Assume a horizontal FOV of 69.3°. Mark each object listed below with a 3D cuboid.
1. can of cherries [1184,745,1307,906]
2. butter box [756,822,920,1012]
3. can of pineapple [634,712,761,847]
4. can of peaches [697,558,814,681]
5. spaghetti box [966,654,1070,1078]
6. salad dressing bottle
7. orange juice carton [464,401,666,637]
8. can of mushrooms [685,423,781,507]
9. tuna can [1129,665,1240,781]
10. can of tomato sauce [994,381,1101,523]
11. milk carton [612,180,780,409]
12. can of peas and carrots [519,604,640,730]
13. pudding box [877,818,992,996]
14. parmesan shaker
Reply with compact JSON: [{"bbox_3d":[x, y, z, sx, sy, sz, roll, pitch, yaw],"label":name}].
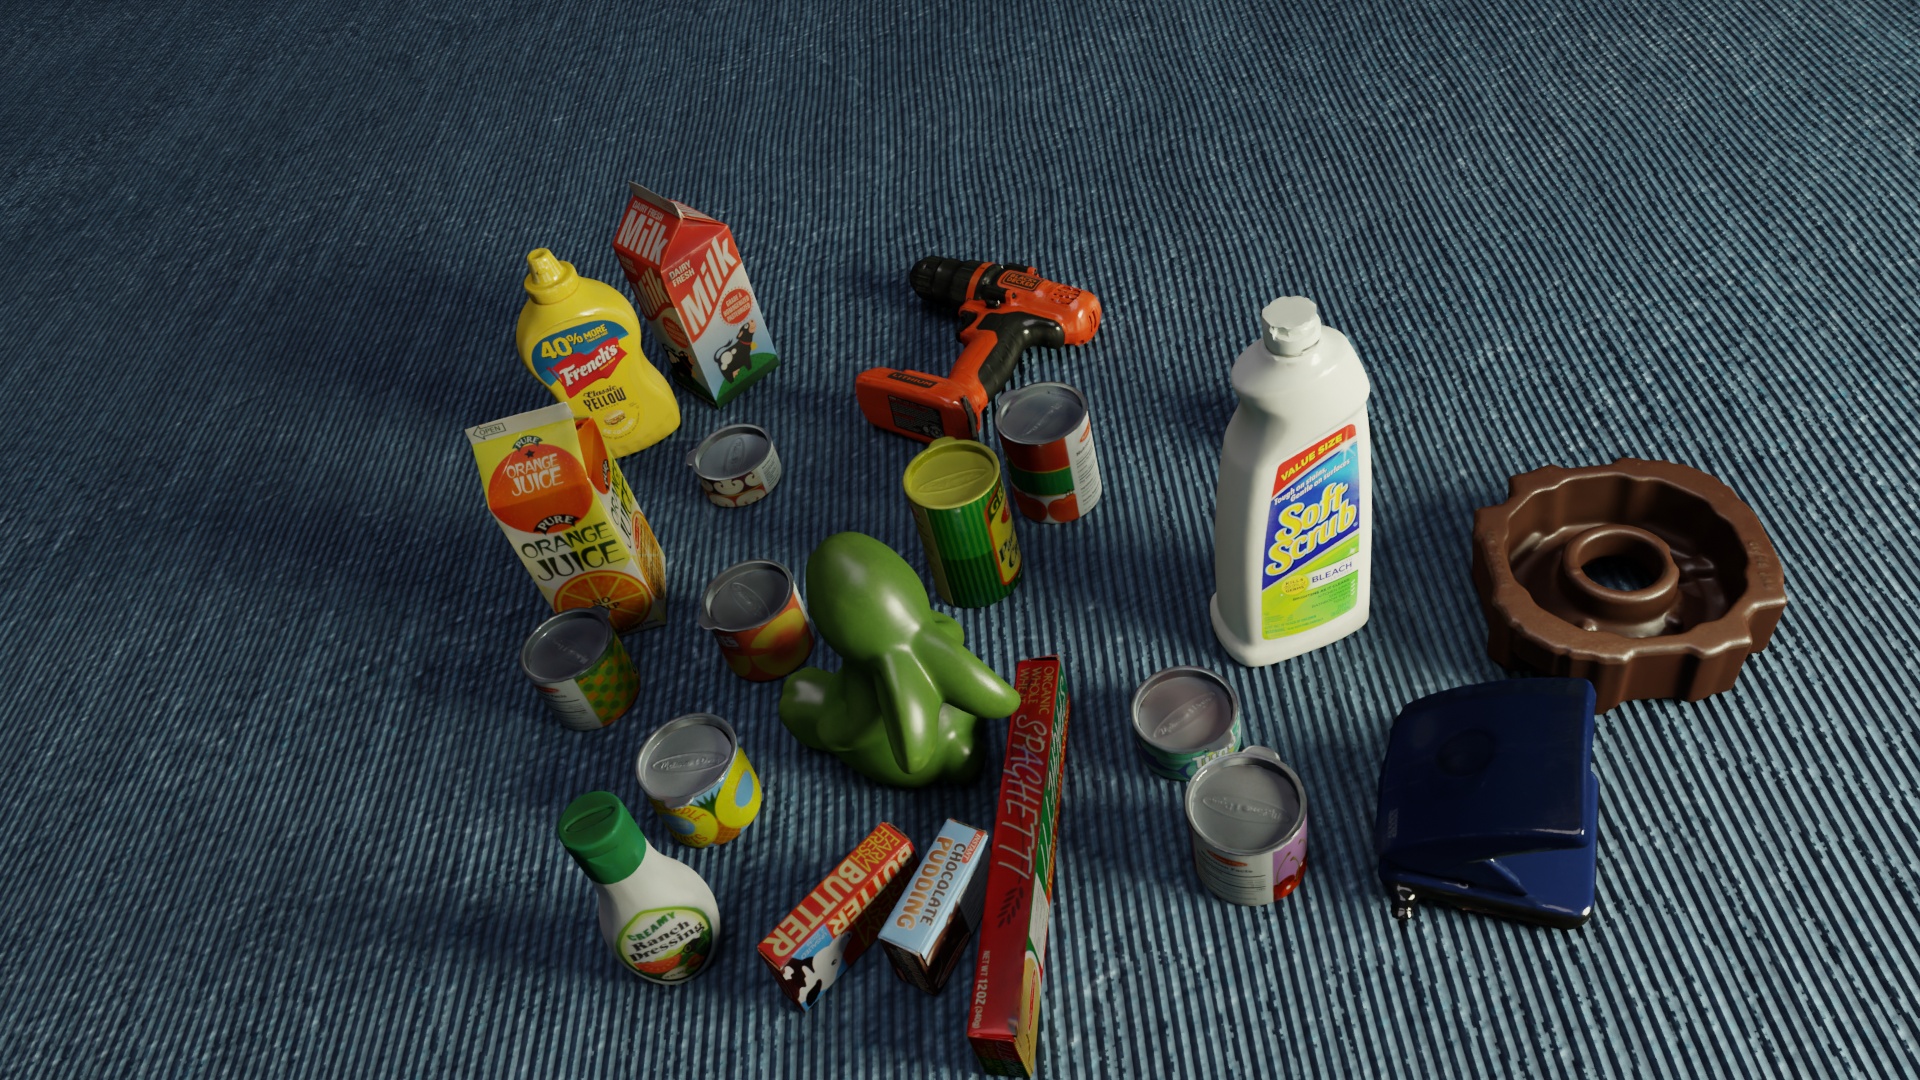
[{"bbox_3d":[0.163,0.160,0.780,0.071,0.058,0.072,-8,45,8],"label":"can of cherries"},{"bbox_3d":[-0.066,0.214,0.796,0.024,0.053,0.104,29,60,36],"label":"butter box"},{"bbox_3d":[-0.166,0.154,0.880,0.071,0.057,0.071,-8,45,8],"label":"can of pineapple"},{"bbox_3d":[-0.142,0.057,0.967,0.071,0.057,0.071,-8,45,8],"label":"can of peaches"},{"bbox_3d":[0.038,0.178,0.804,0.028,0.050,0.251,-2,46,14],"label":"spaghetti box"},{"bbox_3d":[-0.181,0.196,0.779,0.064,0.147,0.044,-24,45,-7],"label":"salad dressing bottle"},{"bbox_3d":[-0.274,-0.018,0.982,0.072,0.191,0.073,-16,45,1],"label":"orange juice carton"},{"bbox_3d":[-0.181,-0.060,1.110,0.071,0.033,0.071,-8,45,8],"label":"can of mushrooms"},{"bbox_3d":[0.140,0.113,0.851,0.071,0.032,0.071,-8,45,8],"label":"tuna can"},{"bbox_3d":[0.063,-0.063,1.009,0.071,0.082,0.071,-8,45,8],"label":"can of tomato sauce"},{"bbox_3d":[-0.224,-0.210,1.158,0.074,0.189,0.072,-41,50,-23],"label":"milk carton"},{"bbox_3d":[-0.263,0.088,0.971,0.071,0.058,0.071,-8,45,8],"label":"can of peas and carrots"},{"bbox_3d":[-0.010,0.207,0.789,0.030,0.049,0.084,14,52,27],"label":"pudding box"},{"bbox_3d":[0.003,-0.012,0.962,0.071,0.102,0.072,-8,45,8],"label":"parmesan shaker"}]
